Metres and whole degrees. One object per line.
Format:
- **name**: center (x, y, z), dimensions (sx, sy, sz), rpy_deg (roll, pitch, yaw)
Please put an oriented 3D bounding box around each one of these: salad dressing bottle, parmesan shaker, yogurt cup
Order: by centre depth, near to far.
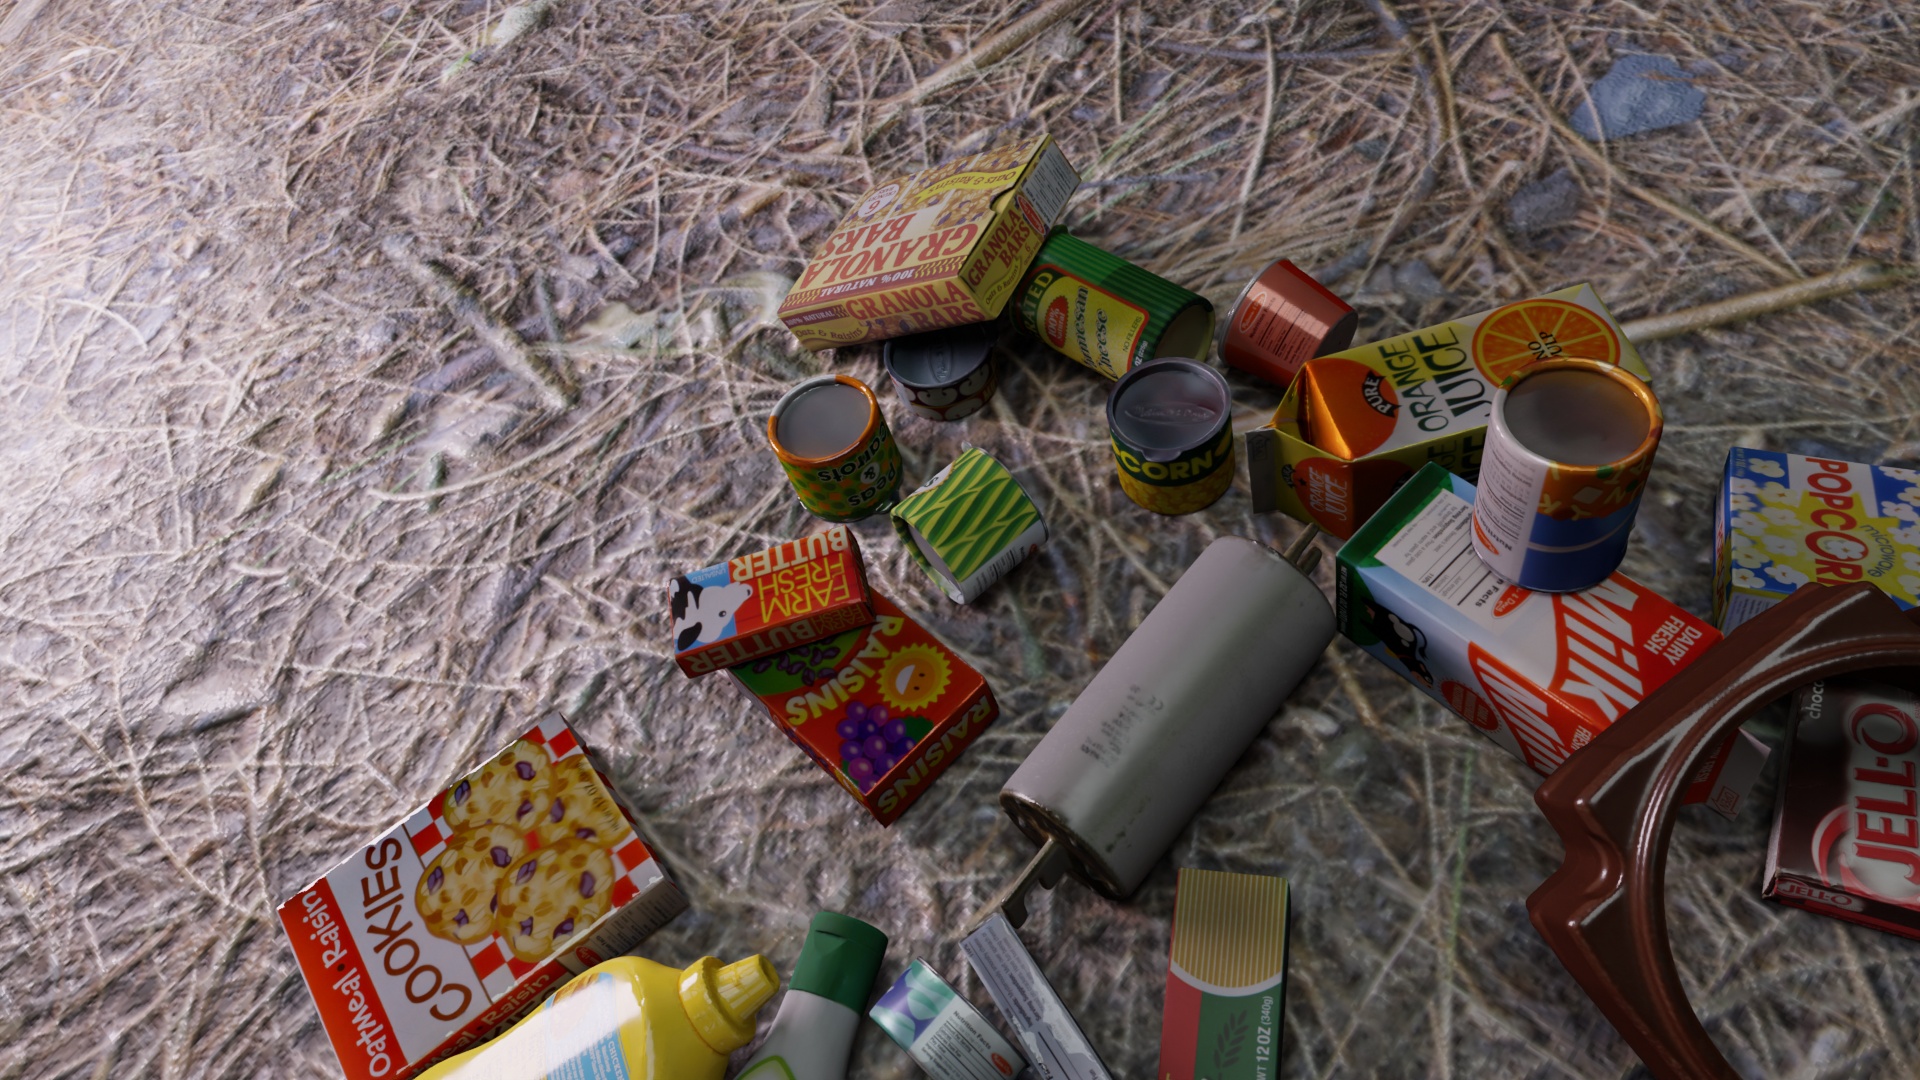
- **salad dressing bottle**: center (-0.073, 0.238, 0.605), dimensions (0.064, 0.043, 0.148), rpy_deg (3, 56, 28)
- **yogurt cup**: center (0.186, -0.117, 0.780), dimensions (0.054, 0.072, 0.072), rpy_deg (36, 70, 23)
- **parmesan shaker**: center (0.088, -0.133, 0.810), dimensions (0.103, 0.071, 0.071), rpy_deg (32, 69, 31)

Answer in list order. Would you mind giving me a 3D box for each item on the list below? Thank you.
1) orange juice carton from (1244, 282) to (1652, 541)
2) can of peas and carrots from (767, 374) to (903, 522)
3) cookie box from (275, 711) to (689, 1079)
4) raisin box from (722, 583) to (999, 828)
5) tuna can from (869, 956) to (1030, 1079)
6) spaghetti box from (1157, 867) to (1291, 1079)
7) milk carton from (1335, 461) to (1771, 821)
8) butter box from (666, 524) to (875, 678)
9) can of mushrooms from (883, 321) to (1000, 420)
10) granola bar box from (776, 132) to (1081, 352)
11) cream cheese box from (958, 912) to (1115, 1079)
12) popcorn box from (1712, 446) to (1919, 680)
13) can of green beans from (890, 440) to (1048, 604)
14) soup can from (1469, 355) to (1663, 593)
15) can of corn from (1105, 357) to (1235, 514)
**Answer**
- **orange juice carton**: center (0.242, -0.060, 0.718), dimensions (0.193, 0.071, 0.073), rpy_deg (-16, 53, 3)
- **can of peas and carrots**: center (-0.070, -0.052, 0.801), dimensions (0.071, 0.058, 0.071), rpy_deg (-7, 54, 10)
- **cookie box**: center (-0.238, 0.183, 0.691), dimensions (0.168, 0.040, 0.123), rpy_deg (-36, 55, -13)
- **raisin box**: center (-0.053, 0.076, 0.719), dimensions (0.086, 0.040, 0.123), rpy_deg (-43, 55, -17)
- **tuna can**: center (-0.006, 0.213, 0.595), dimensions (0.071, 0.070, 0.033), rpy_deg (35, 71, 32)
- **spaghetti box**: center (0.101, 0.256, 0.558), dimensions (0.050, 0.028, 0.251), rpy_deg (2, 56, 17)
- **milk carton**: center (0.269, 0.053, 0.632), dimensions (0.073, 0.072, 0.191), rpy_deg (-41, 55, -15)
- **butter box**: center (-0.099, 0.031, 0.722), dimensions (0.103, 0.024, 0.053), rpy_deg (-17, 52, 2)
- **can of mushrooms**: center (-0.008, -0.108, 0.841), dimensions (0.071, 0.033, 0.071), rpy_deg (-7, 53, 10)
- **granola bar box**: center (-0.022, -0.179, 0.848), dimensions (0.165, 0.039, 0.125), rpy_deg (-2, 49, 45)
- **cream cheese box**: center (0.040, 0.212, 0.590), dimensions (0.024, 0.053, 0.104), rpy_deg (-34, 54, -7)
- **popcorn box**: center (0.390, 0.008, 0.627), dimensions (0.085, 0.038, 0.127), rpy_deg (12, 37, 22)
- **can of green beans**: center (0.004, -0.008, 0.746), dimensions (0.058, 0.071, 0.071), rpy_deg (-38, 55, -12)
- **soup can**: center (0.260, -0.029, 0.595), dimensions (0.071, 0.083, 0.072), rpy_deg (-6, 52, 8)
- **can of corn**: center (0.115, -0.054, 0.755), dimensions (0.071, 0.058, 0.071), rpy_deg (-7, 54, 10)
